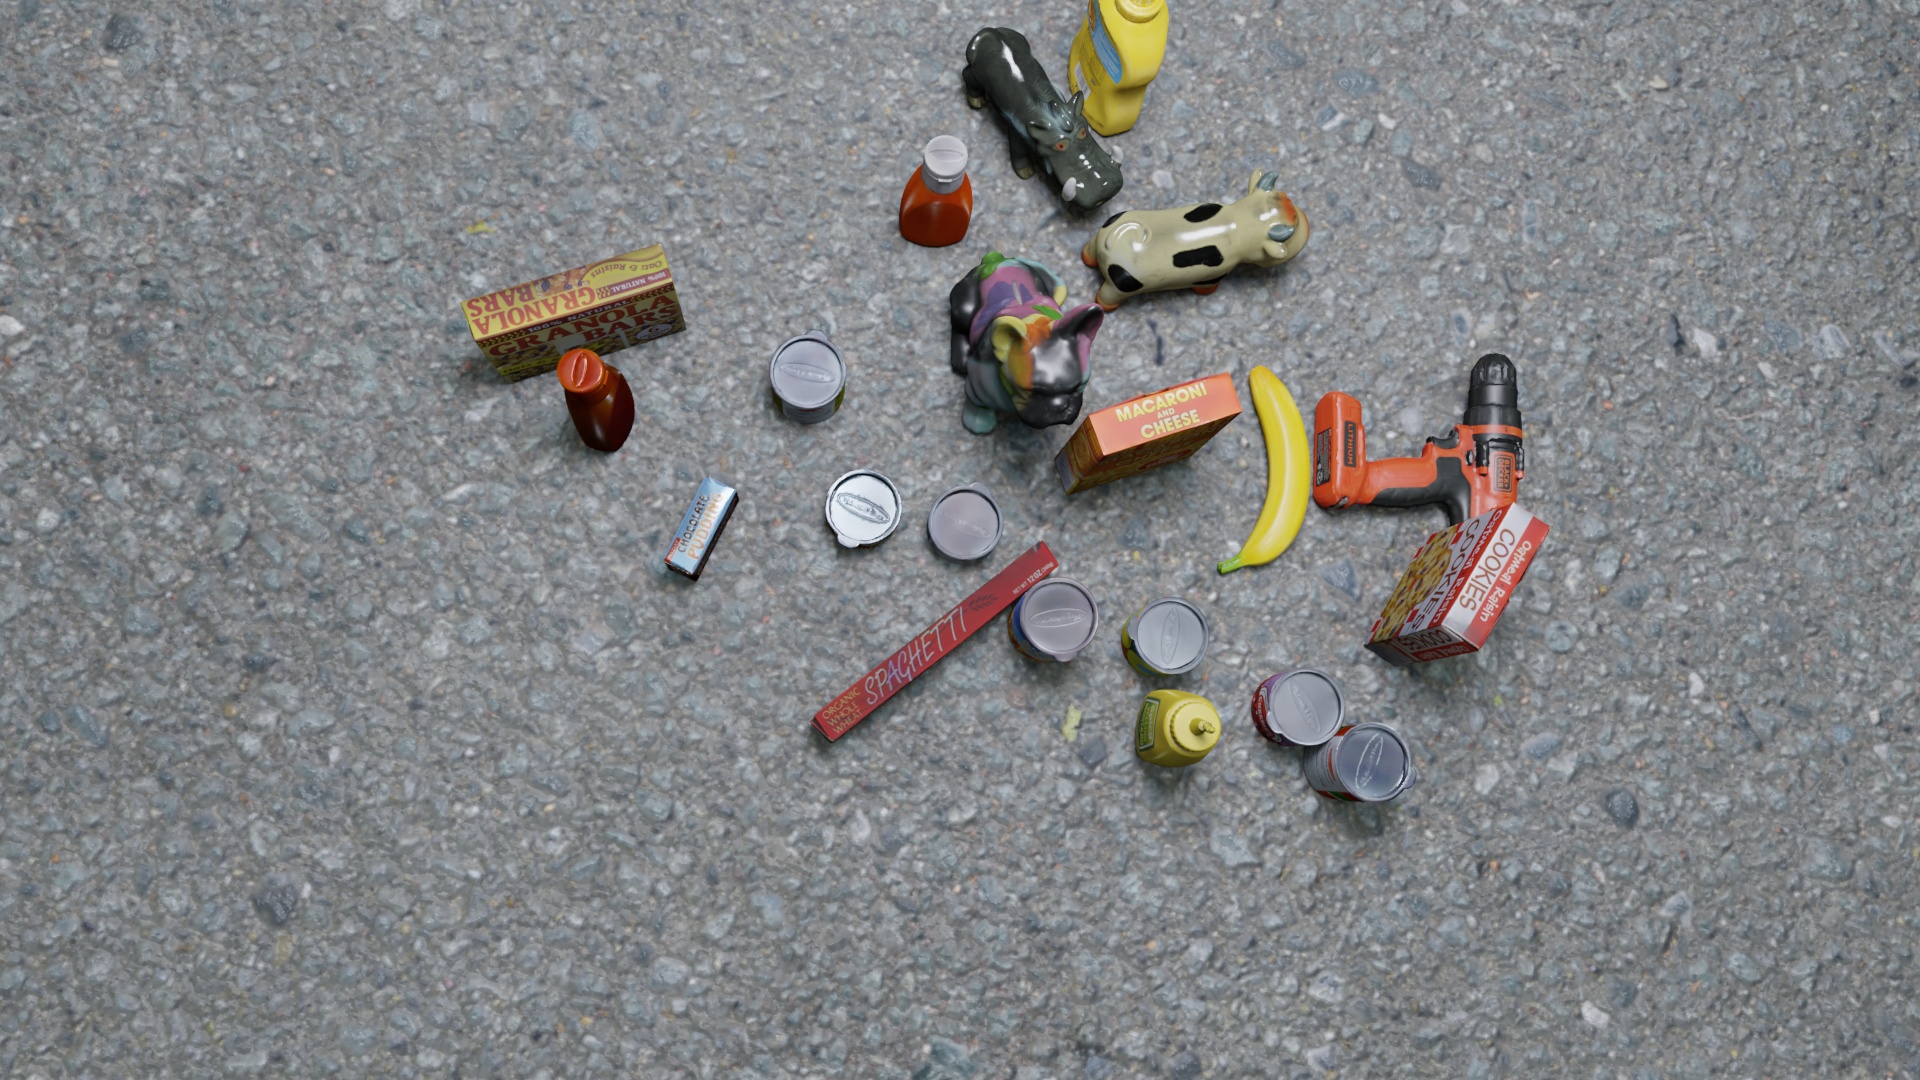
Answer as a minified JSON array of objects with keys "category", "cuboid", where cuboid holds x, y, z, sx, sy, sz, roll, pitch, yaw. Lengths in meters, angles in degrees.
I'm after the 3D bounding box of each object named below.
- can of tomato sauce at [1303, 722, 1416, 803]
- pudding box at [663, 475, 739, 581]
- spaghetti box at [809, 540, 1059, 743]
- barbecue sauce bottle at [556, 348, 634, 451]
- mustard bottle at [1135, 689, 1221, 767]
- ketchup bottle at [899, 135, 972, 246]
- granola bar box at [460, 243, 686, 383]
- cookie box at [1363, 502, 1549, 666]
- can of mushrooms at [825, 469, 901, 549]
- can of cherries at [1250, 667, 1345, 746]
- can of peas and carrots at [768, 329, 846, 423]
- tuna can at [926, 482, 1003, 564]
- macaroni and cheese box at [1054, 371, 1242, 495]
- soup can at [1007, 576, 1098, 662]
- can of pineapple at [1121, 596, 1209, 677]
[{"category":"can of tomato sauce","cuboid":[0.341,0.191,1.191,0.071,0.083,0.071,1,80,-6]},{"category":"pudding box","cuboid":[-0.221,-0.010,1.188,0.030,0.049,0.084,26,78,-1]},{"category":"spaghetti box","cuboid":[-0.022,0.087,1.190,0.250,0.050,0.029,-37,86,-11]},{"category":"barbecue sauce bottle","cuboid":[-0.301,-0.120,1.149,0.044,0.148,0.065,10,79,-4]},{"category":"mustard bottle","cuboid":[0.182,0.153,1.143,0.049,0.160,0.065,9,79,-4]},{"category":"ketchup bottle","cuboid":[-0.019,-0.303,1.212,0.065,0.148,0.043,1,80,-5]},{"category":"granola bar box","cuboid":[-0.320,-0.189,1.172,0.166,0.124,0.039,-19,83,-9]},{"category":"cookie box","cuboid":[0.420,0.042,1.184,0.040,0.167,0.123,34,79,1]},{"category":"can of mushrooms","cuboid":[-0.086,-0.025,1.212,0.071,0.033,0.071,1,80,-6]},{"category":"can of cherries","cuboid":[0.290,0.146,1.207,0.071,0.058,0.071,1,80,-6]},{"category":"can of peas and carrots","cuboid":[-0.133,-0.143,1.216,0.071,0.058,0.071,1,80,-6]},{"category":"tuna can","cuboid":[0.004,-0.015,1.220,0.071,0.032,0.071,1,80,-6]},{"category":"macaroni and cheese box","cuboid":[0.155,-0.089,1.181,0.124,0.166,0.040,-18,83,-8]},{"category":"soup can","cuboid":[0.078,0.072,1.186,0.071,0.083,0.071,1,80,-6]},{"category":"can of pineapple","cuboid":[0.175,0.084,1.207,0.071,0.057,0.071,1,80,-6]}]
